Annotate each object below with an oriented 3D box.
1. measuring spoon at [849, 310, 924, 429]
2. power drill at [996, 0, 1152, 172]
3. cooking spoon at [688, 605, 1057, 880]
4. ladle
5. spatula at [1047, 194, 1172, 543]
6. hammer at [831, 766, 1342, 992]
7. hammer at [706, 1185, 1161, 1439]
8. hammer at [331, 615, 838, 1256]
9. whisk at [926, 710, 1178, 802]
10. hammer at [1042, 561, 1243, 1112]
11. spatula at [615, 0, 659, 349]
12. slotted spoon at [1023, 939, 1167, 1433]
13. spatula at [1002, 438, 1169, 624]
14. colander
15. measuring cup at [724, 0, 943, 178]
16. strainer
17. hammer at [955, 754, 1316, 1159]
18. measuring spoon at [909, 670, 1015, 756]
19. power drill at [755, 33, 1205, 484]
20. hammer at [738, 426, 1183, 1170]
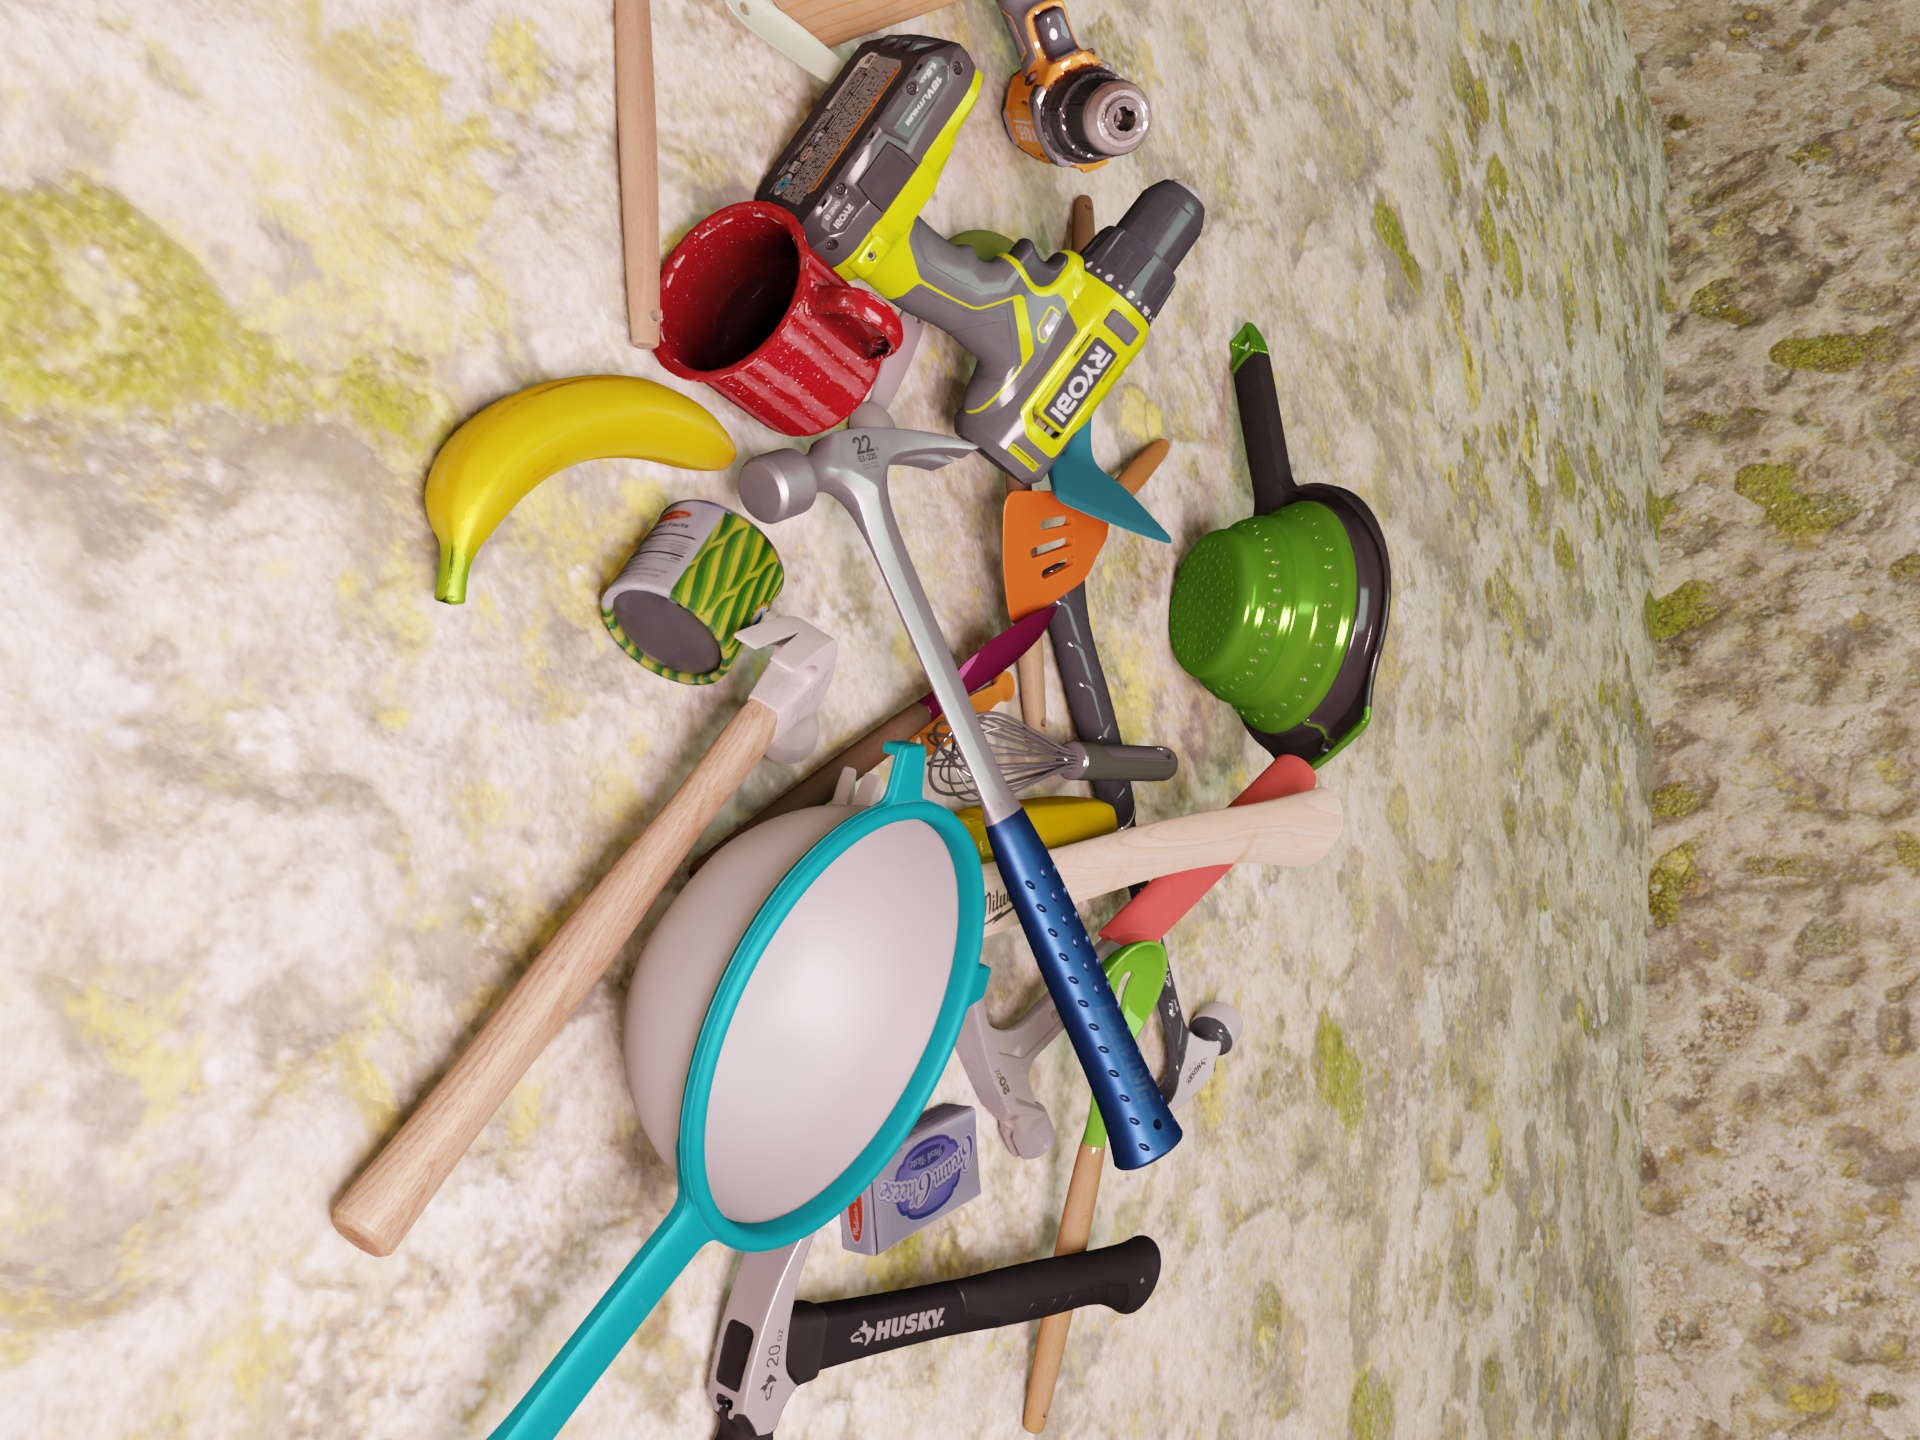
[{"bbox_3d":[-0.035,-0.201,0.920,0.034,0.018,0.124,48,49,-42],"label":"measuring spoon"},{"bbox_3d":[0.044,-0.436,0.938,0.185,0.084,0.226,-118,-176,-64],"label":"power drill"},{"bbox_3d":[-0.037,0.008,0.874,0.017,0.068,0.319,48,45,5],"label":"cooking spoon"},{"bbox_3d":[0.027,-0.142,0.997,0.078,0.062,0.320,-21,111,-49],"label":"ladle"},{"bbox_3d":[0.087,-0.237,1.028,0.082,0.044,0.318,17,55,-22],"label":"spatula"},{"bbox_3d":[0.091,0.075,0.941,0.410,0.038,0.146,-9,105,-40],"label":"hammer"},{"bbox_3d":[0.004,0.312,0.864,0.334,0.035,0.146,11,86,-47],"label":"hammer"},{"bbox_3d":[-0.146,0.077,0.680,0.331,0.031,0.130,-56,172,-34],"label":"hammer"},{"bbox_3d":[0.064,0.024,0.985,0.246,0.058,0.059,4,121,-51],"label":"whisk"},{"bbox_3d":[0.111,0.084,1.095,0.149,0.036,0.408,-37,117,-50],"label":"hammer"},{"bbox_3d":[-0.157,-0.333,0.754,0.059,0.018,0.316,1,85,-53],"label":"spatula"},{"bbox_3d":[0.075,0.284,0.974,0.070,0.031,0.314,9,93,-48],"label":"slotted spoon"},{"bbox_3d":[0.094,-0.149,1.061,0.323,0.041,0.081,-50,140,-61],"label":"spatula"},{"bbox_3d":[0.214,-0.152,1.214,0.094,0.204,0.397,8,60,-21],"label":"colander"},{"bbox_3d":[-0.075,-0.342,0.863,0.167,0.038,0.083,21,72,-46],"label":"measuring cup"},{"bbox_3d":[-0.118,0.166,0.692,0.340,0.095,0.210,-51,146,-29],"label":"strainer"},{"bbox_3d":[0.125,0.118,1.045,0.359,0.037,0.149,-38,120,-36],"label":"hammer"},{"bbox_3d":[-0.002,-0.003,0.961,0.117,0.011,0.021,-34,117,-48],"label":"measuring spoon"},{"bbox_3d":[0.021,-0.263,0.871,0.228,0.080,0.190,33,96,-38],"label":"power drill"},{"bbox_3d":[0.023,0.037,0.824,0.144,0.035,0.405,-27,95,-45],"label":"hammer"}]
